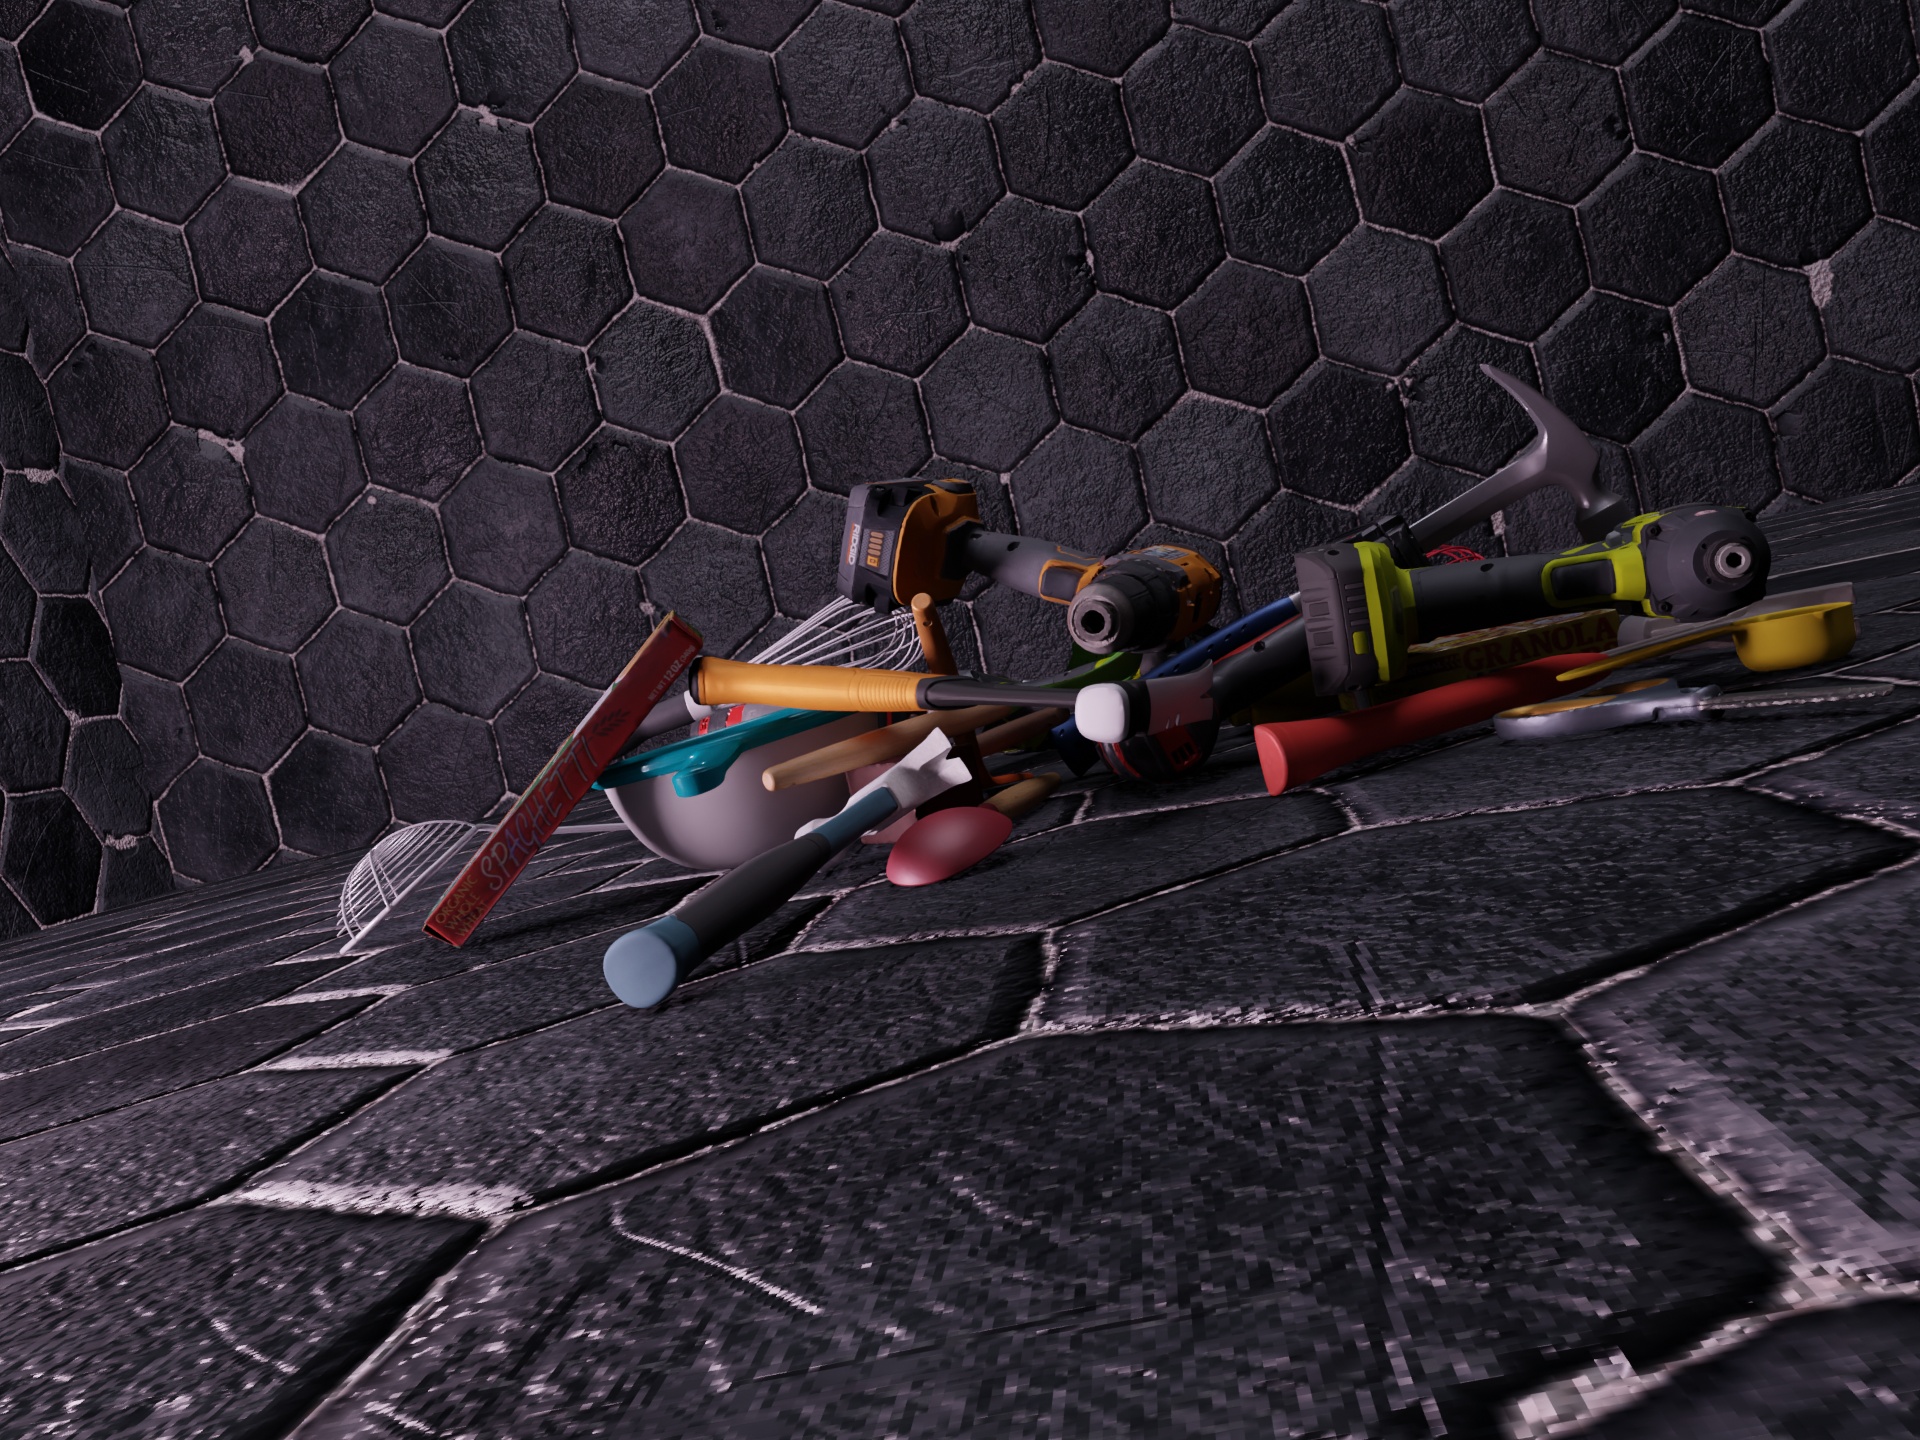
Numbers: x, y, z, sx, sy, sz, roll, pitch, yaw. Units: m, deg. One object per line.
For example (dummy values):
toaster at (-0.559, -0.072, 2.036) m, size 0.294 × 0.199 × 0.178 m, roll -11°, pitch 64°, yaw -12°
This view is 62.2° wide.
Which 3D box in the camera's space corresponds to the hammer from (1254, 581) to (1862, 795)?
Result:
hammer at (0.315, -0.020, 0.868) m, size 0.359 × 0.037 × 0.149 m, roll -14°, pitch 3°, yaw -26°

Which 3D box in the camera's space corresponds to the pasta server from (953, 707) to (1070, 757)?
pasta server at (0.003, 0.018, 1.234) m, size 0.060 × 0.040 × 0.316 m, roll 17°, pitch -18°, yaw -22°

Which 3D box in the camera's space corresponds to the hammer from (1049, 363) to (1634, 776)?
hammer at (0.237, -0.085, 1.084) m, size 0.405 × 0.144 × 0.035 m, roll -31°, pitch 6°, yaw 15°

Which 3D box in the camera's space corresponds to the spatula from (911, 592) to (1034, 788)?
spatula at (-0.002, -0.003, 1.067) m, size 0.081 × 0.041 × 0.322 m, roll -13°, pitch -28°, yaw 2°

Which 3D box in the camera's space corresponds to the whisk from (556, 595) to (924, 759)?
whisk at (-0.150, -0.023, 1.105) m, size 0.284 × 0.070 × 0.070 m, roll -22°, pitch 2°, yaw 5°

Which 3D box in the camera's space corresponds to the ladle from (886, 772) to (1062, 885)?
ladle at (0.024, 0.053, 0.933) m, size 0.069 × 0.031 × 0.315 m, roll -16°, pitch 0°, yaw 16°

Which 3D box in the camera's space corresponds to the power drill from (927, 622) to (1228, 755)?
power drill at (0.110, -0.019, 1.337) m, size 0.228 × 0.080 × 0.190 m, roll -13°, pitch -13°, yaw 30°

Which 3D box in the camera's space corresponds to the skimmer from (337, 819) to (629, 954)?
skimmer at (-0.271, 0.110, 1.181) m, size 0.363 × 0.090 × 0.127 m, roll -4°, pitch -4°, yaw -17°

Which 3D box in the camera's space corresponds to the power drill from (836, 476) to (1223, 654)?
power drill at (0.037, -0.091, 0.994) m, size 0.226 × 0.084 × 0.185 m, roll 16°, pitch 17°, yaw 19°

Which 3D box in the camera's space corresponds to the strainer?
strainer at (-0.138, 0.053, 1.026) m, size 0.211 × 0.095 × 0.340 m, roll -17°, pitch 5°, yaw -1°

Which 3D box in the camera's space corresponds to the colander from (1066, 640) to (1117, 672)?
colander at (0.241, -0.062, 1.510) m, size 0.397 × 0.094 × 0.204 m, roll -12°, pitch 3°, yaw 29°

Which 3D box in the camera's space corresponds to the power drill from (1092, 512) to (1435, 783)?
power drill at (0.183, -0.034, 1.015) m, size 0.226 × 0.080 × 0.188 m, roll -32°, pitch 2°, yaw -4°

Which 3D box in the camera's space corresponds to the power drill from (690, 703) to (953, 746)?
power drill at (-0.115, 0.010, 1.419) m, size 0.143 × 0.078 × 0.219 m, roll -11°, pitch -10°, yaw 42°

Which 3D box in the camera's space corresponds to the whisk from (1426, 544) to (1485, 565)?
whisk at (0.339, -0.078, 1.392) m, size 0.296 × 0.073 × 0.073 m, roll -28°, pitch 5°, yaw -10°

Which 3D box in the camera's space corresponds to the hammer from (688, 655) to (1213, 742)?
hammer at (-0.022, -0.018, 0.929) m, size 0.337 × 0.034 × 0.127 m, roll 3°, pitch 8°, yaw 33°

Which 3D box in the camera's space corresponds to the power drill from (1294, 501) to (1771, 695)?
power drill at (0.292, -0.069, 0.829) m, size 0.223 × 0.080 × 0.171 m, roll -9°, pitch 3°, yaw 13°

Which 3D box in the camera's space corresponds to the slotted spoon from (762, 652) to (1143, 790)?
slotted spoon at (0.007, -0.002, 0.999) m, size 0.313 × 0.031 × 0.070 m, roll -18°, pitch -12°, yaw -38°

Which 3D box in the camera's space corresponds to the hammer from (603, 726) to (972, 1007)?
hammer at (-0.081, 0.070, 0.774) m, size 0.128 × 0.033 × 0.331 m, roll -35°, pitch -1°, yaw 19°

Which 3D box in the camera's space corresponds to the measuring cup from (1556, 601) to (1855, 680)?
measuring cup at (0.384, -0.030, 0.821) m, size 0.156 × 0.029 × 0.062 m, roll -15°, pitch 2°, yaw -3°
